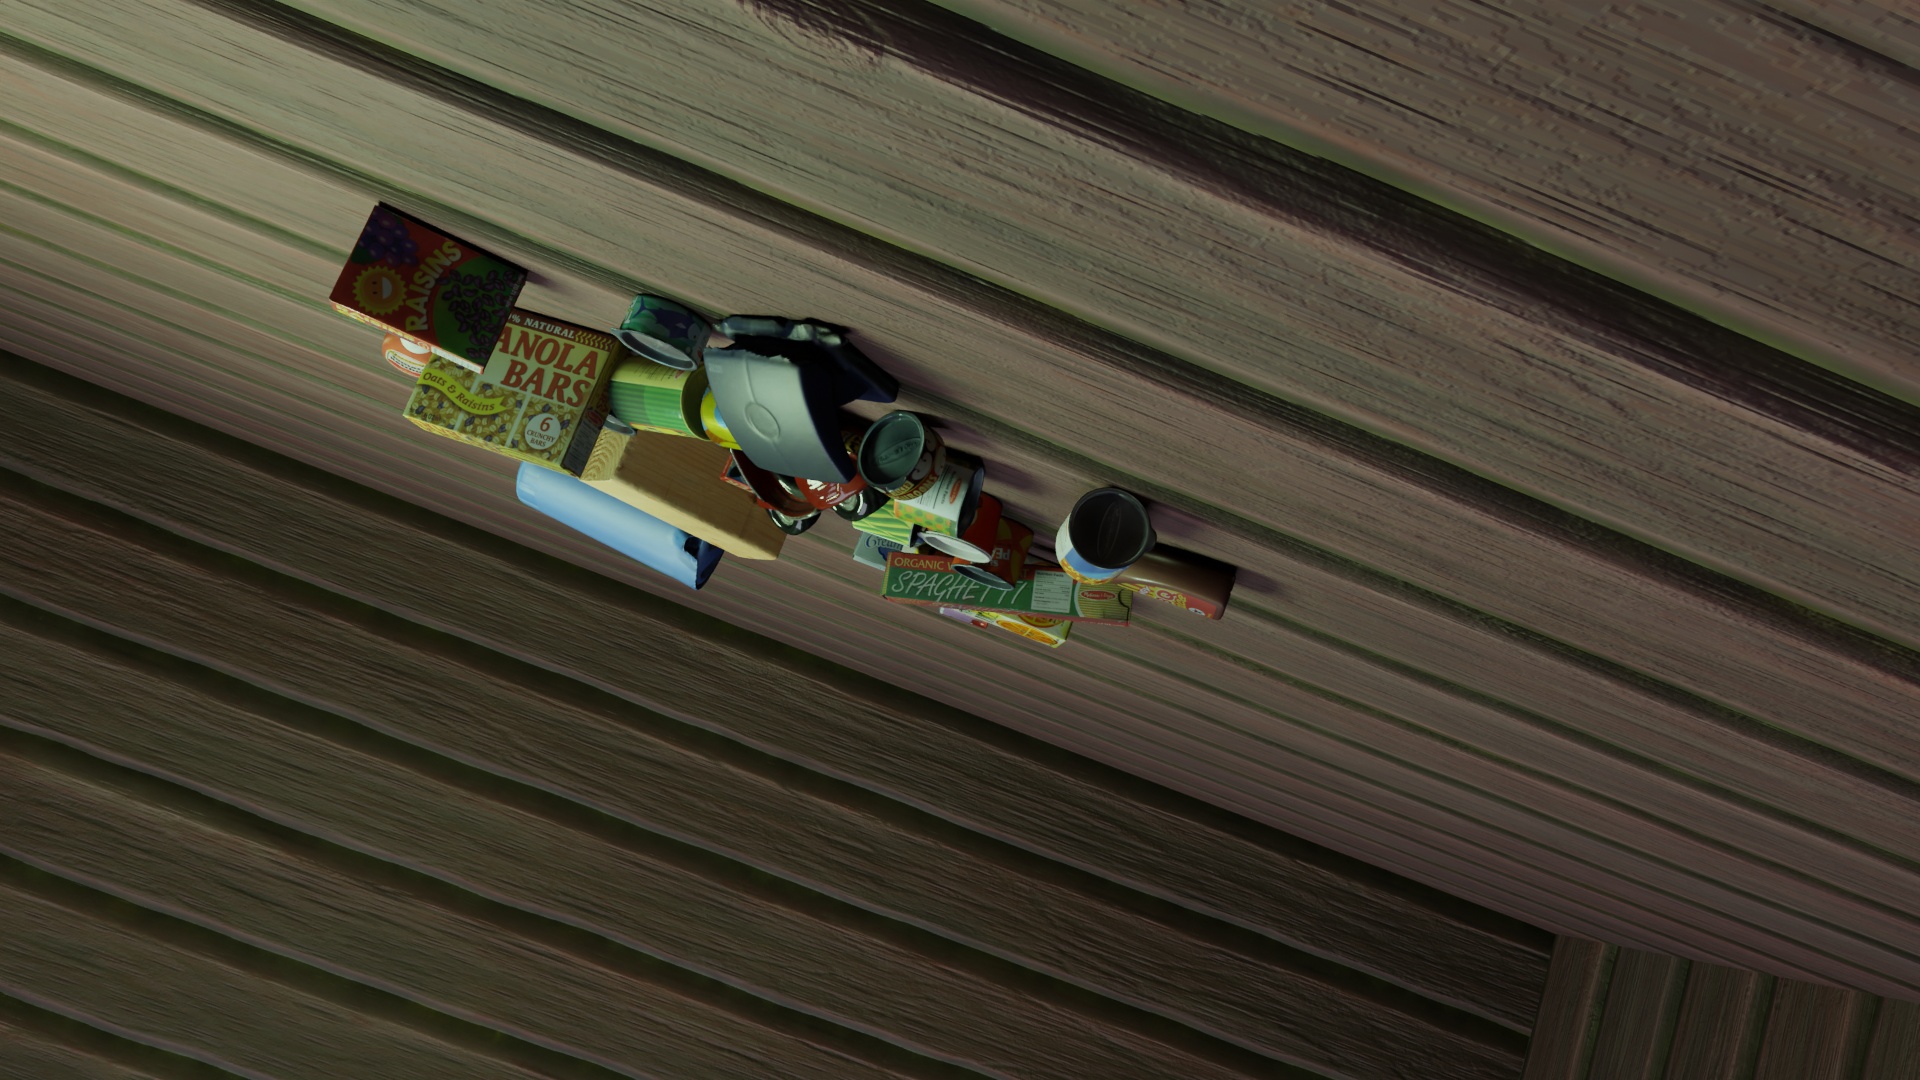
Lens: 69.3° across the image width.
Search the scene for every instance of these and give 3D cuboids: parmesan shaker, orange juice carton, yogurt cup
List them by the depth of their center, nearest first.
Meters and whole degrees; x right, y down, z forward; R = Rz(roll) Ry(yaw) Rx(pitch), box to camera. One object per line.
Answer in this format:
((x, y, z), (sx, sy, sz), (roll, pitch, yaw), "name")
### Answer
((-0.242, -0.124, 1.187), (0.103, 0.071, 0.071), (11, 164, 40), "parmesan shaker")
((0.005, -0.016, 1.281), (0.072, 0.054, 0.072), (19, 168, 4), "yogurt cup")
((0.028, 0.043, 1.460), (0.193, 0.073, 0.071), (21, 168, -1), "orange juice carton")

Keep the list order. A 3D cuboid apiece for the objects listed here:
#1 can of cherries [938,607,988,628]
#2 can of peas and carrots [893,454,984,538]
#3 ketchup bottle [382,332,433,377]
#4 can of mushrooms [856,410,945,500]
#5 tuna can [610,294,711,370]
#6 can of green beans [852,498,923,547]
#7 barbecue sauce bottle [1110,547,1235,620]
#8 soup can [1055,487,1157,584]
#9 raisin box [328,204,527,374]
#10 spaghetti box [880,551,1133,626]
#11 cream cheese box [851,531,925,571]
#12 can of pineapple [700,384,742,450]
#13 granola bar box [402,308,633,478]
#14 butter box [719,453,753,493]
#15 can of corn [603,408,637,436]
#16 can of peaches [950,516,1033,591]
((0.013, 0.060, 1.578), (0.058, 0.071, 0.071), (19, 168, 3), "can of cherries")
((-0.018, -0.041, 1.179), (0.059, 0.071, 0.071), (19, 168, 10), "can of peas and carrots")
((-0.546, -0.199, 1.397), (0.065, 0.043, 0.148), (25, 167, -20), "ketchup bottle")
((-0.047, -0.065, 1.109), (0.071, 0.071, 0.033), (11, 166, 38), "can of mushrooms")
((-0.231, -0.161, 1.073), (0.071, 0.033, 0.071), (19, 168, 5), "tuna can")
((-0.062, -0.034, 1.283), (0.058, 0.071, 0.071), (19, 168, 6), "can of green beans")
((0.166, 0.027, 1.232), (0.148, 0.044, 0.064), (19, 169, 9), "barbecue sauce bottle")
((0.118, -0.001, 1.133), (0.071, 0.071, 0.083), (20, 168, 1), "soup can")
((-0.417, -0.197, 1.094), (0.123, 0.086, 0.040), (24, 172, -18), "raisin box")
((0.047, 0.047, 1.384), (0.250, 0.050, 0.028), (5, 165, 10), "spaghetti box")
((-0.061, 0.013, 1.519), (0.104, 0.053, 0.024), (21, 165, -5), "cream cheese box")
((-0.171, -0.103, 1.144), (0.058, 0.071, 0.071), (13, 166, 35), "can of pineapple")
((-0.387, -0.137, 1.217), (0.166, 0.124, 0.039), (17, 167, 15), "granola bar box")
((-0.179, -0.064, 1.370), (0.103, 0.053, 0.024), (25, 169, -20), "butter box")
((-0.315, -0.136, 1.262), (0.071, 0.058, 0.071), (20, 168, 5), "can of corn")
((0.031, 0.010, 1.344), (0.071, 0.058, 0.071), (20, 168, 5), "can of peaches")
